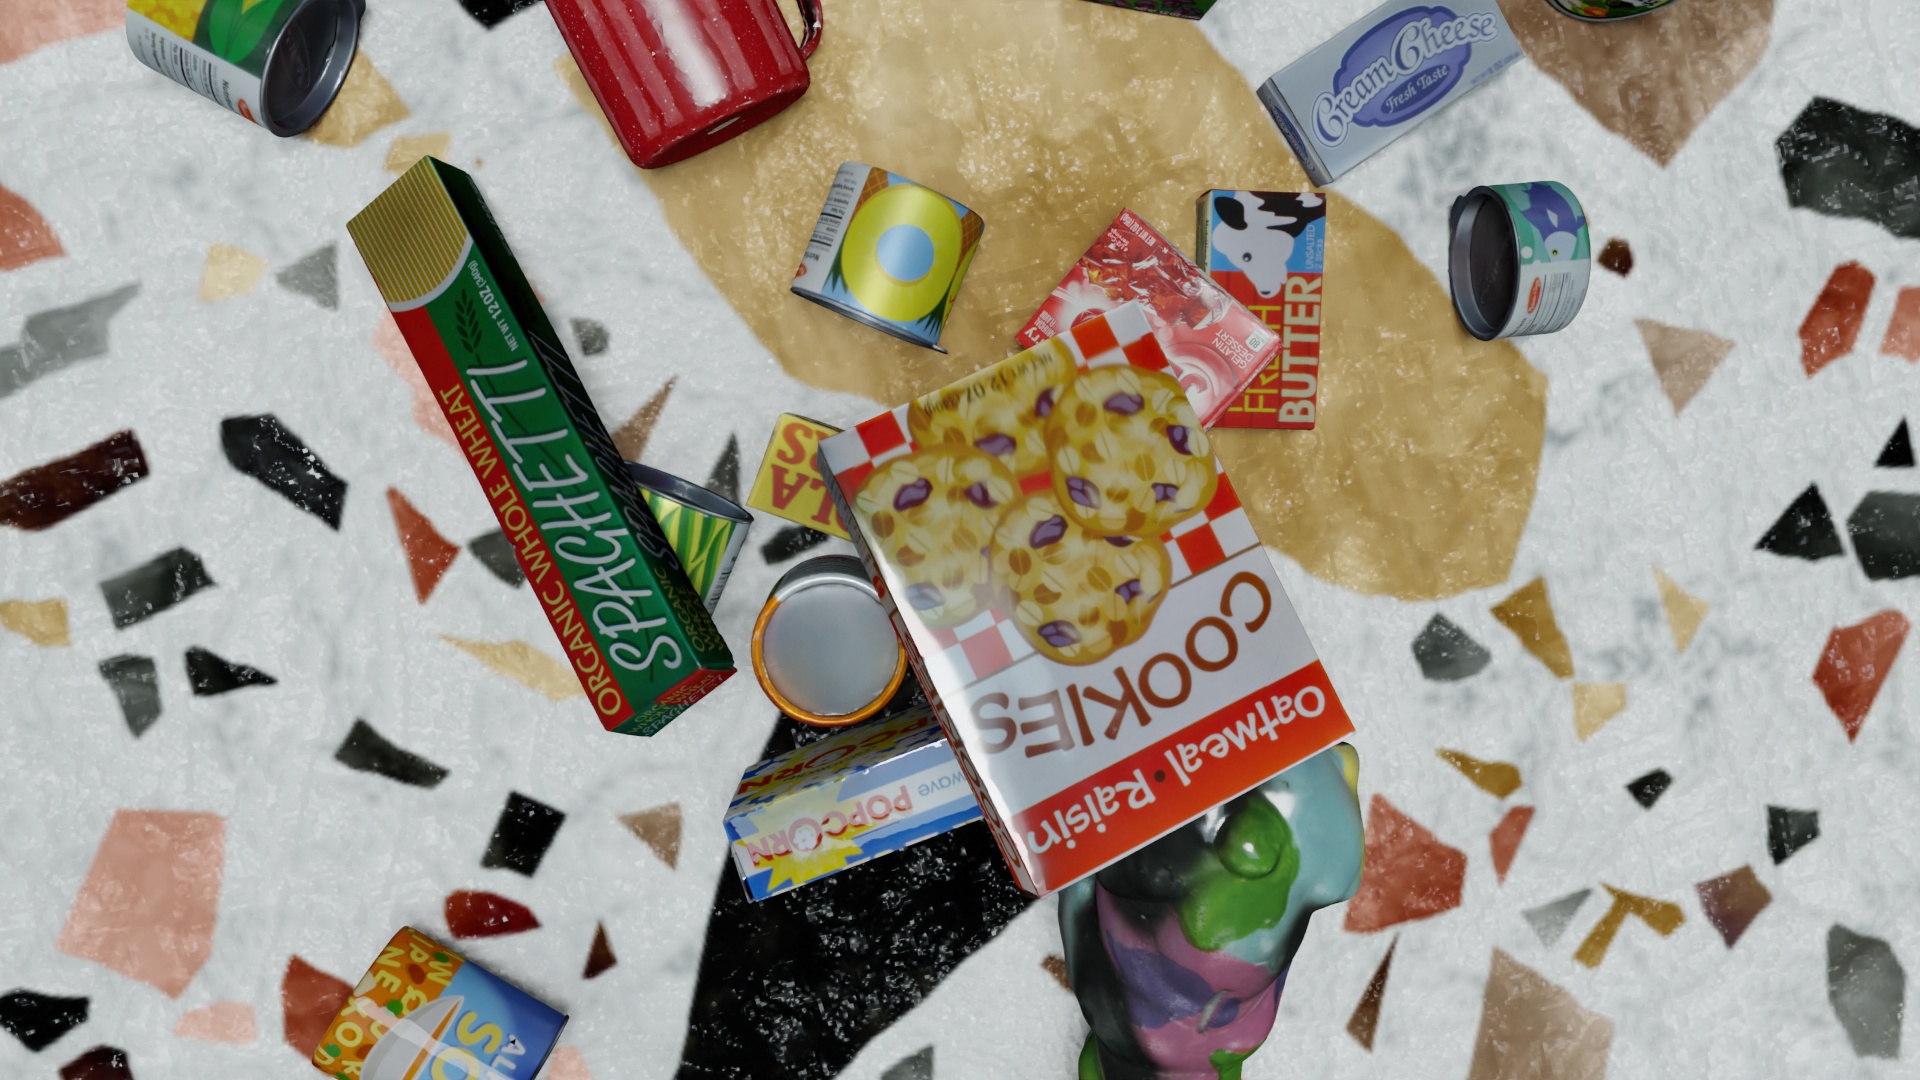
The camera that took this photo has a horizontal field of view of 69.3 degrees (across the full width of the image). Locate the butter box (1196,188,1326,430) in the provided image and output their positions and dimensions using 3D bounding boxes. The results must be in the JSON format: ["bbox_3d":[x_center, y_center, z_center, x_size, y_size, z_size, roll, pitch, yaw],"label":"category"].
[{"bbox_3d":[0.131,-0.100,0.611,0.053,0.024,0.103,0,96,-3],"label":"butter box"}]

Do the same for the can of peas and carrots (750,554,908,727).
[{"bbox_3d":[-0.055,0.044,0.597,0.071,0.059,0.071,0,96,-3],"label":"can of peas and carrots"}]

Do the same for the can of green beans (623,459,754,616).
[{"bbox_3d":[-0.129,0.004,0.585,0.071,0.071,0.057,23,95,-5],"label":"can of green beans"}]

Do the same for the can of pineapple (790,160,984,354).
[{"bbox_3d":[-0.028,-0.117,0.579,0.071,0.071,0.058,22,94,-5],"label":"can of pineapple"}]

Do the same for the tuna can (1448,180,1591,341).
[{"bbox_3d":[0.238,-0.122,0.596,0.033,0.071,0.071,-6,96,-4],"label":"tuna can"}]

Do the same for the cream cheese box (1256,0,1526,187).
[{"bbox_3d":[0.187,-0.204,0.604,0.104,0.024,0.053,-33,96,0],"label":"cream cheese box"}]

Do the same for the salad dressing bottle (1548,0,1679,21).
[{"bbox_3d":[0.281,-0.245,0.543,0.064,0.148,0.044,29,94,-6],"label":"salad dressing bottle"}]

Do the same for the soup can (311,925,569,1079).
[{"bbox_3d":[-0.224,0.217,0.598,0.084,0.071,0.071,32,93,-6],"label":"soup can"}]

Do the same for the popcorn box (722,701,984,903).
[{"bbox_3d":[-0.032,0.103,0.591,0.127,0.085,0.038,-20,96,-1],"label":"popcorn box"}]

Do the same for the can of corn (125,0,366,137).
[{"bbox_3d":[-0.284,-0.207,0.555,0.058,0.071,0.071,27,94,-6],"label":"can of corn"}]

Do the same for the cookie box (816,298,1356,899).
[{"bbox_3d":[0.041,0.019,0.478,0.123,0.040,0.167,-25,85,-11],"label":"cookie box"}]

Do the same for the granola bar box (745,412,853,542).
[{"bbox_3d":[0.002,-0.007,0.562,0.165,0.124,0.039,19,92,-5],"label":"granola bar box"}]

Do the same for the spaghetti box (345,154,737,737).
[{"bbox_3d":[-0.169,-0.041,0.551,0.050,0.029,0.250,-35,76,14],"label":"spaghetti box"}]

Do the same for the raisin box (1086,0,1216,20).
[{"bbox_3d":[0.071,-0.245,0.543,0.086,0.123,0.040,9,96,-4],"label":"raisin box"}]
